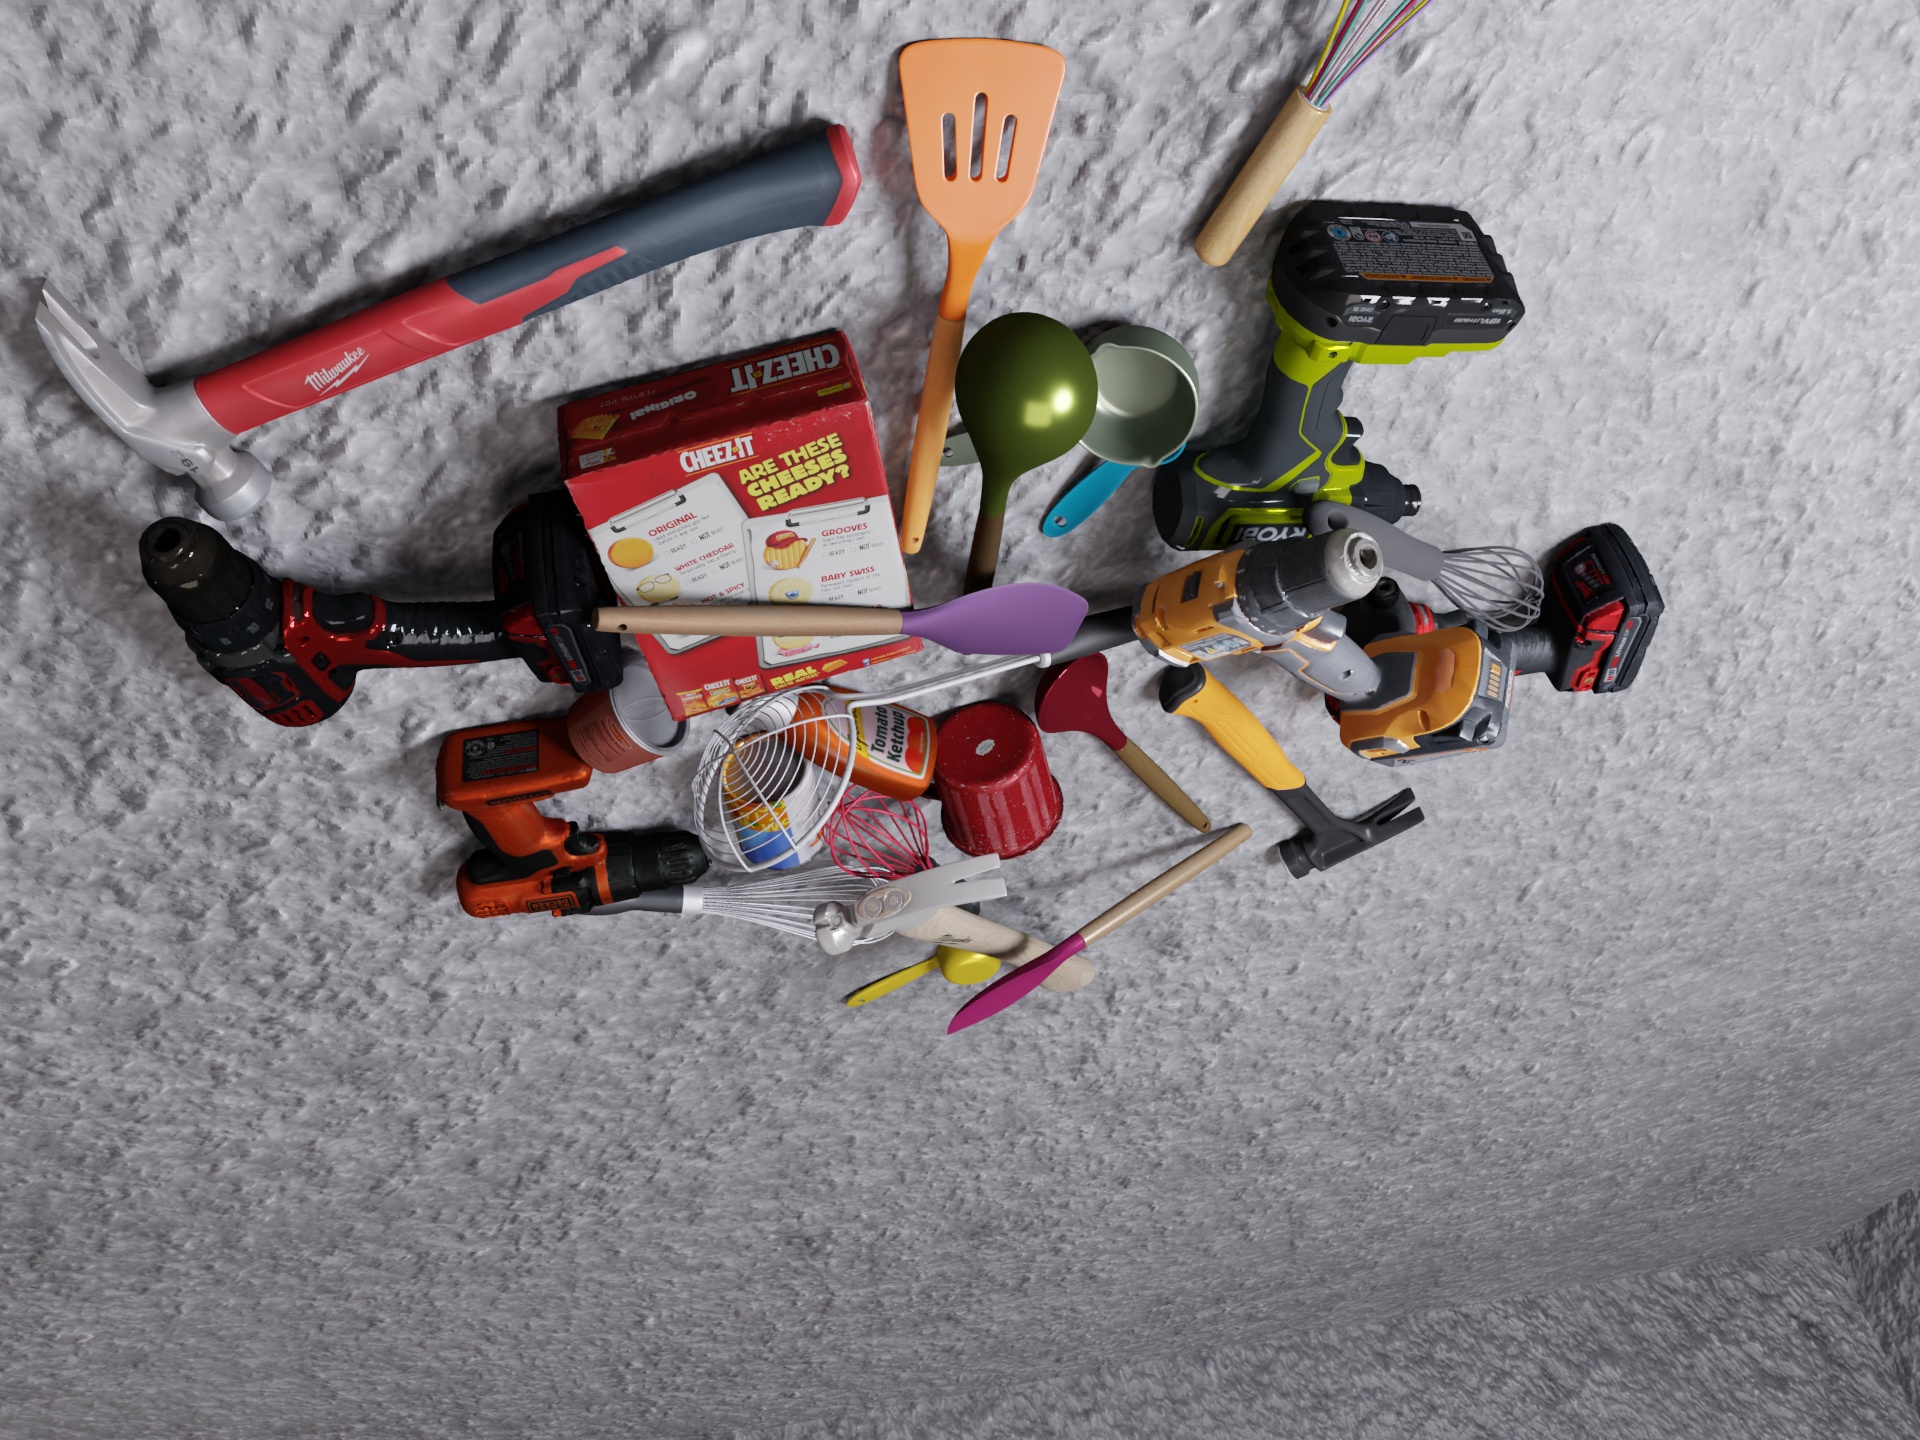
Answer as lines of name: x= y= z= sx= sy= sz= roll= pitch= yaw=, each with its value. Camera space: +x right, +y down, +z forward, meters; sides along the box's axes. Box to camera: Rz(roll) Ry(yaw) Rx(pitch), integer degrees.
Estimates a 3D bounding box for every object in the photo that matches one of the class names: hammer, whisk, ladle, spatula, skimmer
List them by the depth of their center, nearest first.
hammer: x=-0.235 y=-0.214 z=0.763 sx=0.386 sy=0.038 sz=0.143 roll=-19 pitch=142 yaw=7
whisk: x=0.186 y=-0.316 z=0.767 sx=0.047 sy=0.051 sz=0.245 roll=2 pitch=145 yaw=-30
spatula: x=-0.009 y=-0.207 z=0.856 sx=0.081 sy=0.041 sz=0.322 roll=-4 pitch=145 yaw=-13
spatula: x=-0.059 y=-0.059 z=0.923 sx=0.315 sy=0.018 sz=0.059 roll=-2 pitch=135 yaw=-31
ladle: x=0.023 y=-0.122 z=0.942 sx=0.078 sy=0.062 sz=0.320 roll=30 pitch=158 yaw=8
whisk: x=0.294 y=-0.102 z=0.997 sx=0.238 sy=0.055 sz=0.055 roll=13 pitch=136 yaw=-38
skimmer: x=-0.002 y=-0.003 z=1.038 sx=0.363 sy=0.127 sz=0.090 roll=-17 pitch=126 yaw=-23
ladle: x=0.133 y=0.026 z=1.215 sx=0.069 sy=0.031 sz=0.315 roll=-48 pitch=141 yaw=1
whisk: x=-0.035 y=0.109 z=1.227 sx=0.073 sy=0.073 sz=0.295 roll=-22 pitch=154 yaw=10
whisk: x=-0.178 y=0.143 z=1.246 sx=0.284 sy=0.070 sz=0.070 roll=4 pitch=141 yaw=-15
hammer: x=0.255 y=0.035 z=1.264 sx=0.127 sy=0.034 sz=0.336 roll=-29 pitch=141 yaw=20
hammer: x=0.039 y=0.179 z=1.301 sx=0.146 sy=0.038 sz=0.410 roll=-19 pitch=158 yaw=18

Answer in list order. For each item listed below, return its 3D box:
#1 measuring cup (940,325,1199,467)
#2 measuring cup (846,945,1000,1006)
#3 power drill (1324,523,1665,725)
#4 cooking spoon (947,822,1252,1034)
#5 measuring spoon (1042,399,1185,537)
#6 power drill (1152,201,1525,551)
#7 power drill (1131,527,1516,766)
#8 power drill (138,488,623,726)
measuring cup: x=0.057 y=-0.179 z=0.916 sx=0.167 sy=0.038 sz=0.083 roll=-10 pitch=128 yaw=25
measuring cup: x=-0.034 y=0.237 z=1.438 sx=0.156 sy=0.029 sz=0.062 roll=-27 pitch=142 yaw=14
power drill: x=0.373 y=-0.065 z=1.139 sx=0.219 sy=0.079 sz=0.143 roll=-10 pitch=144 yaw=0
cooking spoon: x=0.117 y=0.166 z=1.297 sx=0.319 sy=0.017 sz=0.068 roll=-29 pitch=157 yaw=-22
measuring spoon: x=0.091 y=-0.154 z=0.974 sx=0.042 sy=0.021 sz=0.128 roll=35 pitch=136 yaw=-14
power drill: x=0.224 y=-0.185 z=0.928 sx=0.171 sy=0.080 sz=0.223 roll=-2 pitch=146 yaw=-15
power drill: x=0.246 y=-0.049 z=0.989 sx=0.226 sy=0.084 sz=0.185 roll=22 pitch=160 yaw=-25
power drill: x=-0.314 y=-0.066 z=0.877 sx=0.226 sy=0.080 sz=0.187 roll=-8 pitch=158 yaw=-3
